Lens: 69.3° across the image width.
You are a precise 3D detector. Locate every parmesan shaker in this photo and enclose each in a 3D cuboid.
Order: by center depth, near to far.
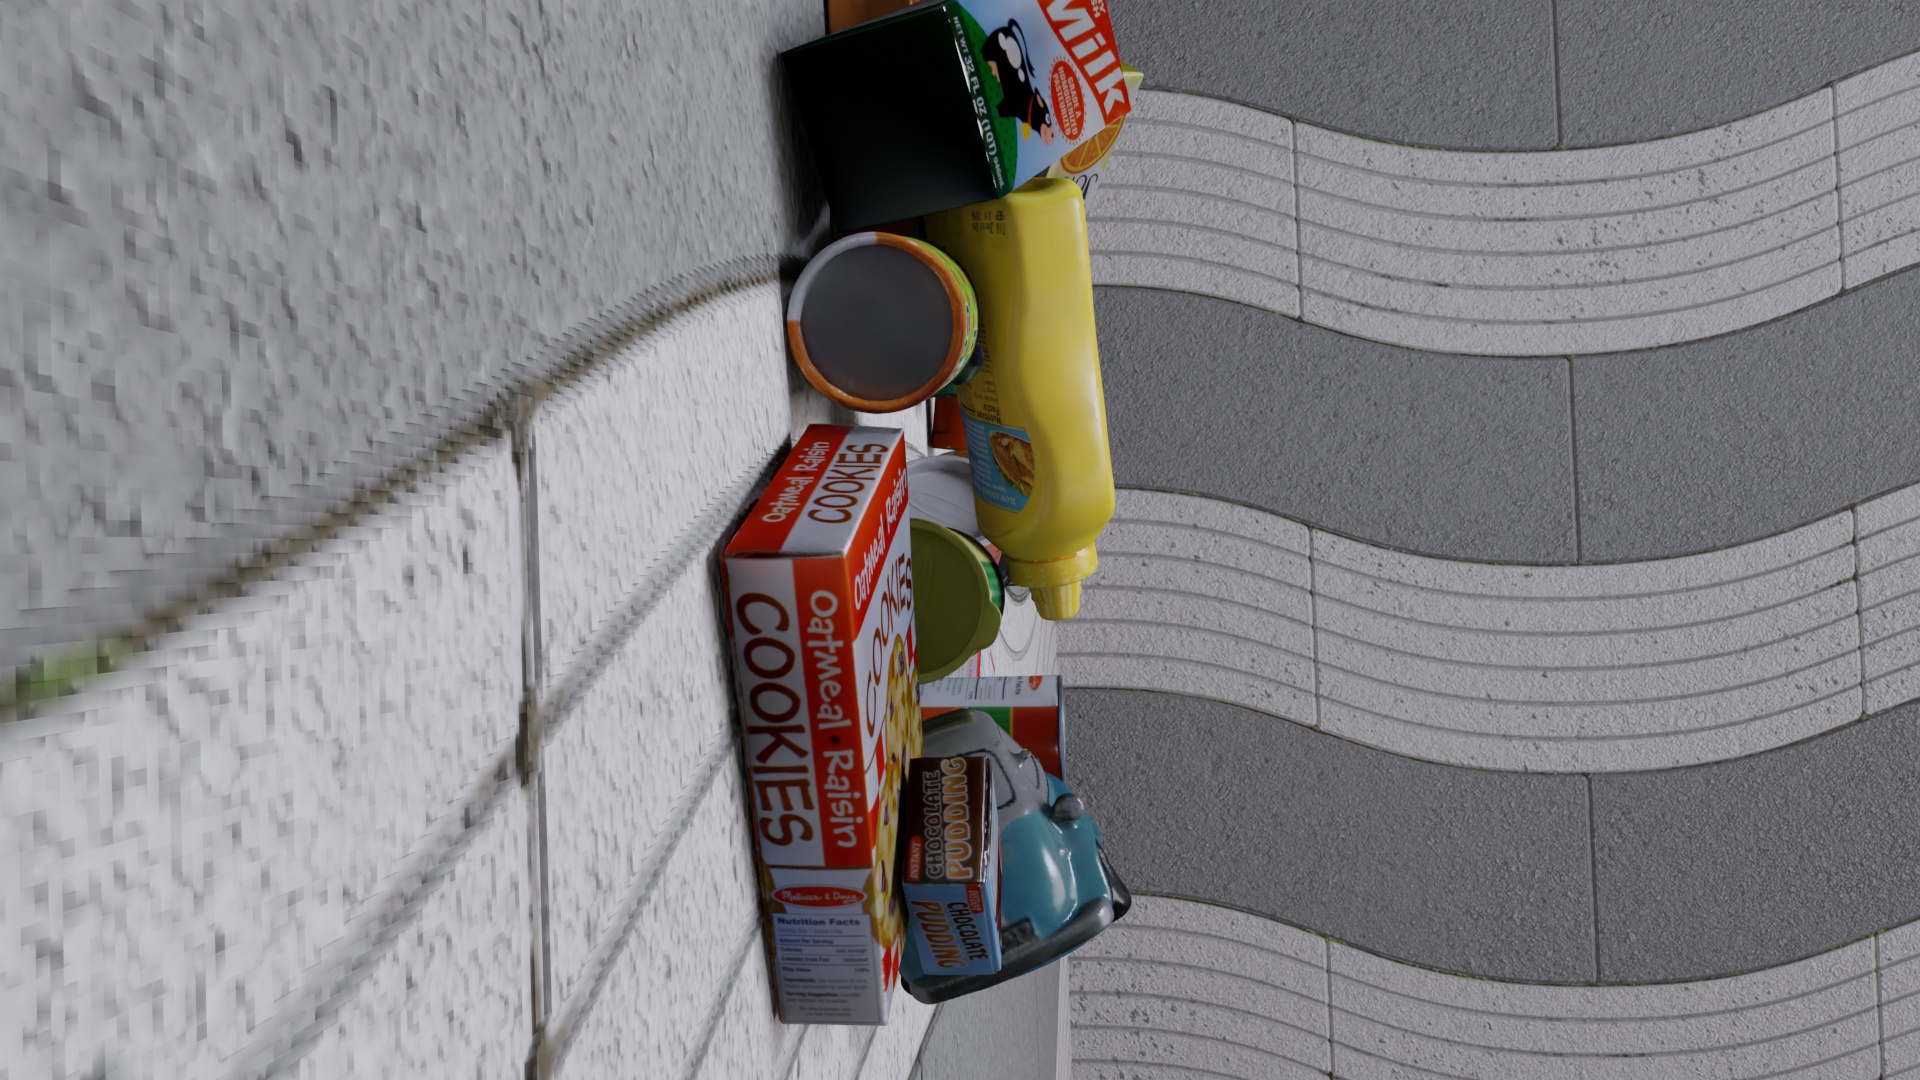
[{"bbox_3d":[-0.014,0.026,0.594,0.103,0.071,0.071,16,72,-84],"label":"parmesan shaker"}]

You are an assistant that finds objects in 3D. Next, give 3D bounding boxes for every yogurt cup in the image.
[{"bbox_3d":[-0.009,-0.001,0.693,0.073,0.072,0.053,-86,180,-45],"label":"yogurt cup"}]

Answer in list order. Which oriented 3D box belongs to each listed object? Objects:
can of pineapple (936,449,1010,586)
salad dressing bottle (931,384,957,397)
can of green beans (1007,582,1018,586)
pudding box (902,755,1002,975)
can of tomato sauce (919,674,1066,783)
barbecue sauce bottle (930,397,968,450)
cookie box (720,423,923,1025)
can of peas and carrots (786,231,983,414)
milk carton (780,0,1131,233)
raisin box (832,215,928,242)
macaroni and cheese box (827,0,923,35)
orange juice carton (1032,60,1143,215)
[{"bbox_3d":[0.003,-0.010,0.767,0.058,0.071,0.070,-85,170,-57],"label":"can of pineapple"},{"bbox_3d":[-0.007,-0.161,0.843,0.064,0.044,0.147,-145,-128,-85],"label":"salad dressing bottle"},{"bbox_3d":[0.018,0.000,0.959,0.071,0.058,0.071,-6,93,-84],"label":"can of green beans"},{"bbox_3d":[-0.001,0.119,0.500,0.083,0.030,0.050,83,7,-52],"label":"pudding box"},{"bbox_3d":[0.018,0.113,0.799,0.071,0.083,0.071,-5,93,-84],"label":"can of tomato sauce"},{"bbox_3d":[0.005,-0.132,0.898,0.044,0.065,0.148,2,93,-40],"label":"barbecue sauce bottle"},{"bbox_3d":[-0.041,0.057,0.476,0.123,0.040,0.166,-76,164,-68],"label":"cookie box"},{"bbox_3d":[-0.026,-0.081,0.525,0.059,0.071,0.070,-59,147,-78],"label":"can of peas and carrots"},{"bbox_3d":[0.014,-0.194,0.577,0.191,0.073,0.072,-49,127,-51],"label":"milk carton"},{"bbox_3d":[-0.029,-0.127,0.655,0.123,0.040,0.086,-28,114,-82],"label":"raisin box"},{"bbox_3d":[-0.031,-0.255,0.677,0.167,0.040,0.123,-54,143,-80],"label":"macaroni and cheese box"},{"bbox_3d":[0.047,-0.253,0.975,0.073,0.072,0.191,-22,143,-47],"label":"orange juice carton"}]
